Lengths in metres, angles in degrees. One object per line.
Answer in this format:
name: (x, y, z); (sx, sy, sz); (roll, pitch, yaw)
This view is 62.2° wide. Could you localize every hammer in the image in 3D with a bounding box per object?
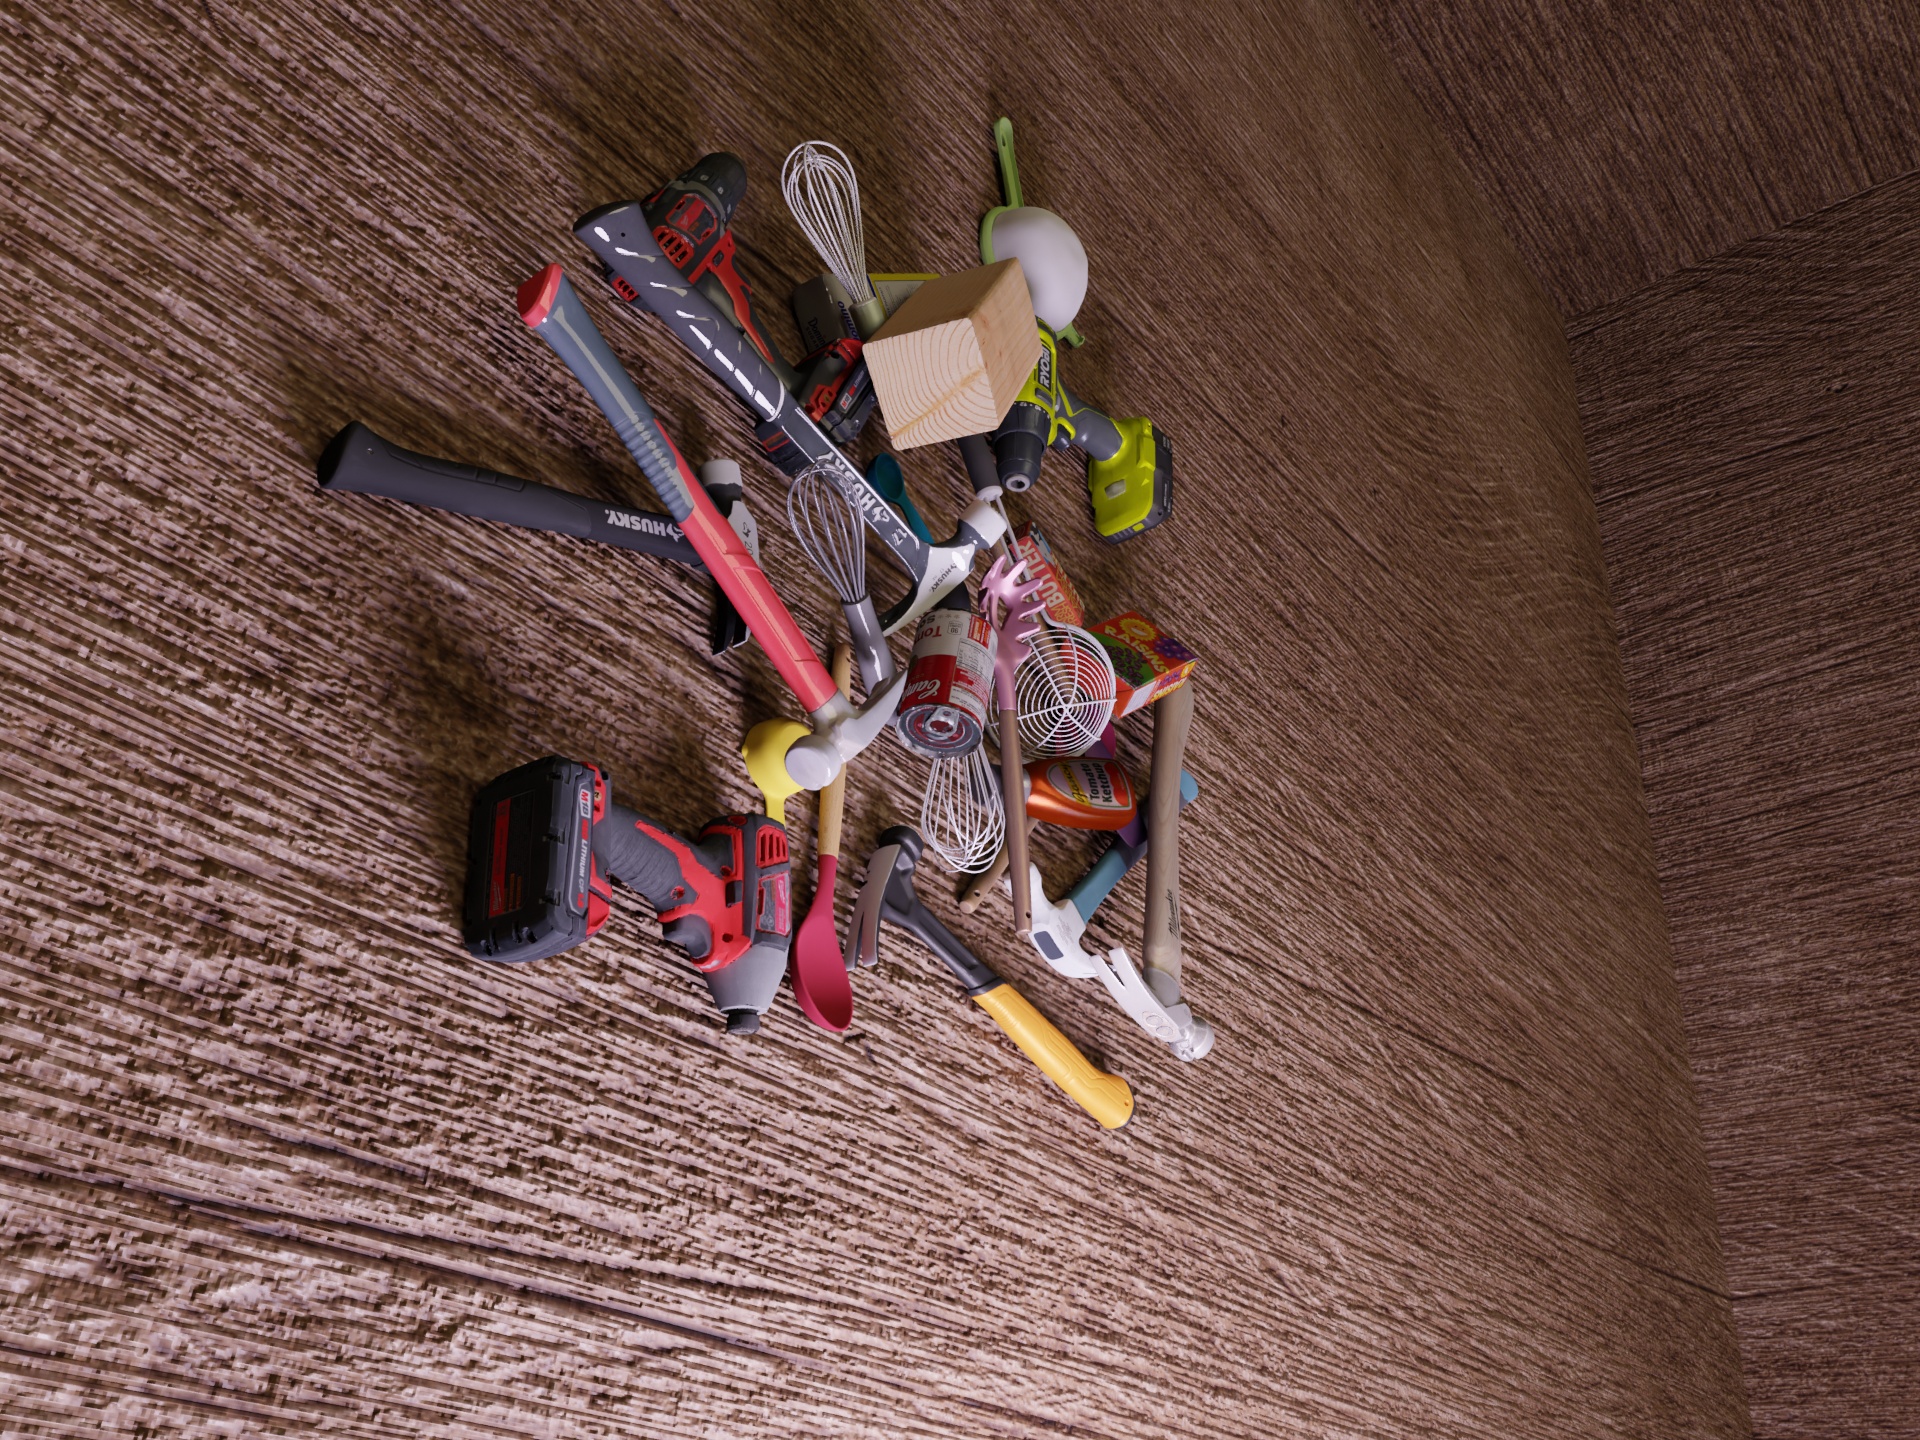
hammer: (-0.260, -0.131, 1.040); (0.334, 0.035, 0.146); (8, 66, -51)
hammer: (0.034, 0.230, 1.251); (0.336, 0.034, 0.127); (47, 40, -29)
hammer: (-0.171, -0.143, 1.101); (0.386, 0.038, 0.143); (57, 35, -15)
hammer: (-0.128, -0.216, 1.159); (0.149, 0.036, 0.408); (-49, 127, -5)
hammer: (0.179, 0.096, 1.436); (0.146, 0.038, 0.411); (47, 35, -32)
hammer: (0.146, 0.123, 1.454); (0.331, 0.033, 0.128); (-39, 105, -53)

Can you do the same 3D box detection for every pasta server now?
pasta server: (0.045, 0.016, 1.300); (0.060, 0.040, 0.316); (10, 67, -33)

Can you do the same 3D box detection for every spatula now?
spatula: (0.094, -0.030, 1.448); (0.060, 0.018, 0.316); (-19, 83, -57)

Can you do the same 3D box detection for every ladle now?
ladle: (-0.095, 0.077, 1.162); (0.069, 0.031, 0.316); (44, 39, -49)

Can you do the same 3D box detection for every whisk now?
whisk: (-0.003, -0.005, 1.303); (0.070, 0.070, 0.285); (31, 45, -41)
whisk: (-0.082, -0.347, 1.293); (0.058, 0.059, 0.246); (-85, 156, -69)
whisk: (-0.080, -0.090, 1.197); (0.055, 0.055, 0.238); (-64, 147, -46)

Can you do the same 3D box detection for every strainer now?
strainer: (0.082, -0.524, 1.658); (0.151, 0.069, 0.256); (7, 69, -51)

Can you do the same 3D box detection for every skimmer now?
skimmer: (0.038, -0.137, 1.429); (0.127, 0.090, 0.364); (-12, 67, -17)

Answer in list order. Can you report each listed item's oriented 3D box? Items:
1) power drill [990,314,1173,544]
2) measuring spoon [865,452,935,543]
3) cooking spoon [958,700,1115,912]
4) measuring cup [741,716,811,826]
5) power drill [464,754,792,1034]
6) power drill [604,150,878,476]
power drill: (0.112, -0.269, 1.567); (0.228, 0.080, 0.191); (30, 51, -39)
measuring spoon: (-0.048, -0.170, 1.362); (0.128, 0.021, 0.042); (60, 35, -29)
cooking spoon: (0.068, 0.071, 1.389); (0.068, 0.017, 0.319); (47, 39, -6)
measuring cup: (-0.122, 0.070, 1.126); (0.062, 0.029, 0.157); (21, 56, -47)
power drill: (-0.190, 0.111, 0.981); (0.219, 0.078, 0.143); (25, 55, -48)
power drill: (-0.158, -0.326, 1.239); (0.226, 0.080, 0.188); (47, 41, -24)
